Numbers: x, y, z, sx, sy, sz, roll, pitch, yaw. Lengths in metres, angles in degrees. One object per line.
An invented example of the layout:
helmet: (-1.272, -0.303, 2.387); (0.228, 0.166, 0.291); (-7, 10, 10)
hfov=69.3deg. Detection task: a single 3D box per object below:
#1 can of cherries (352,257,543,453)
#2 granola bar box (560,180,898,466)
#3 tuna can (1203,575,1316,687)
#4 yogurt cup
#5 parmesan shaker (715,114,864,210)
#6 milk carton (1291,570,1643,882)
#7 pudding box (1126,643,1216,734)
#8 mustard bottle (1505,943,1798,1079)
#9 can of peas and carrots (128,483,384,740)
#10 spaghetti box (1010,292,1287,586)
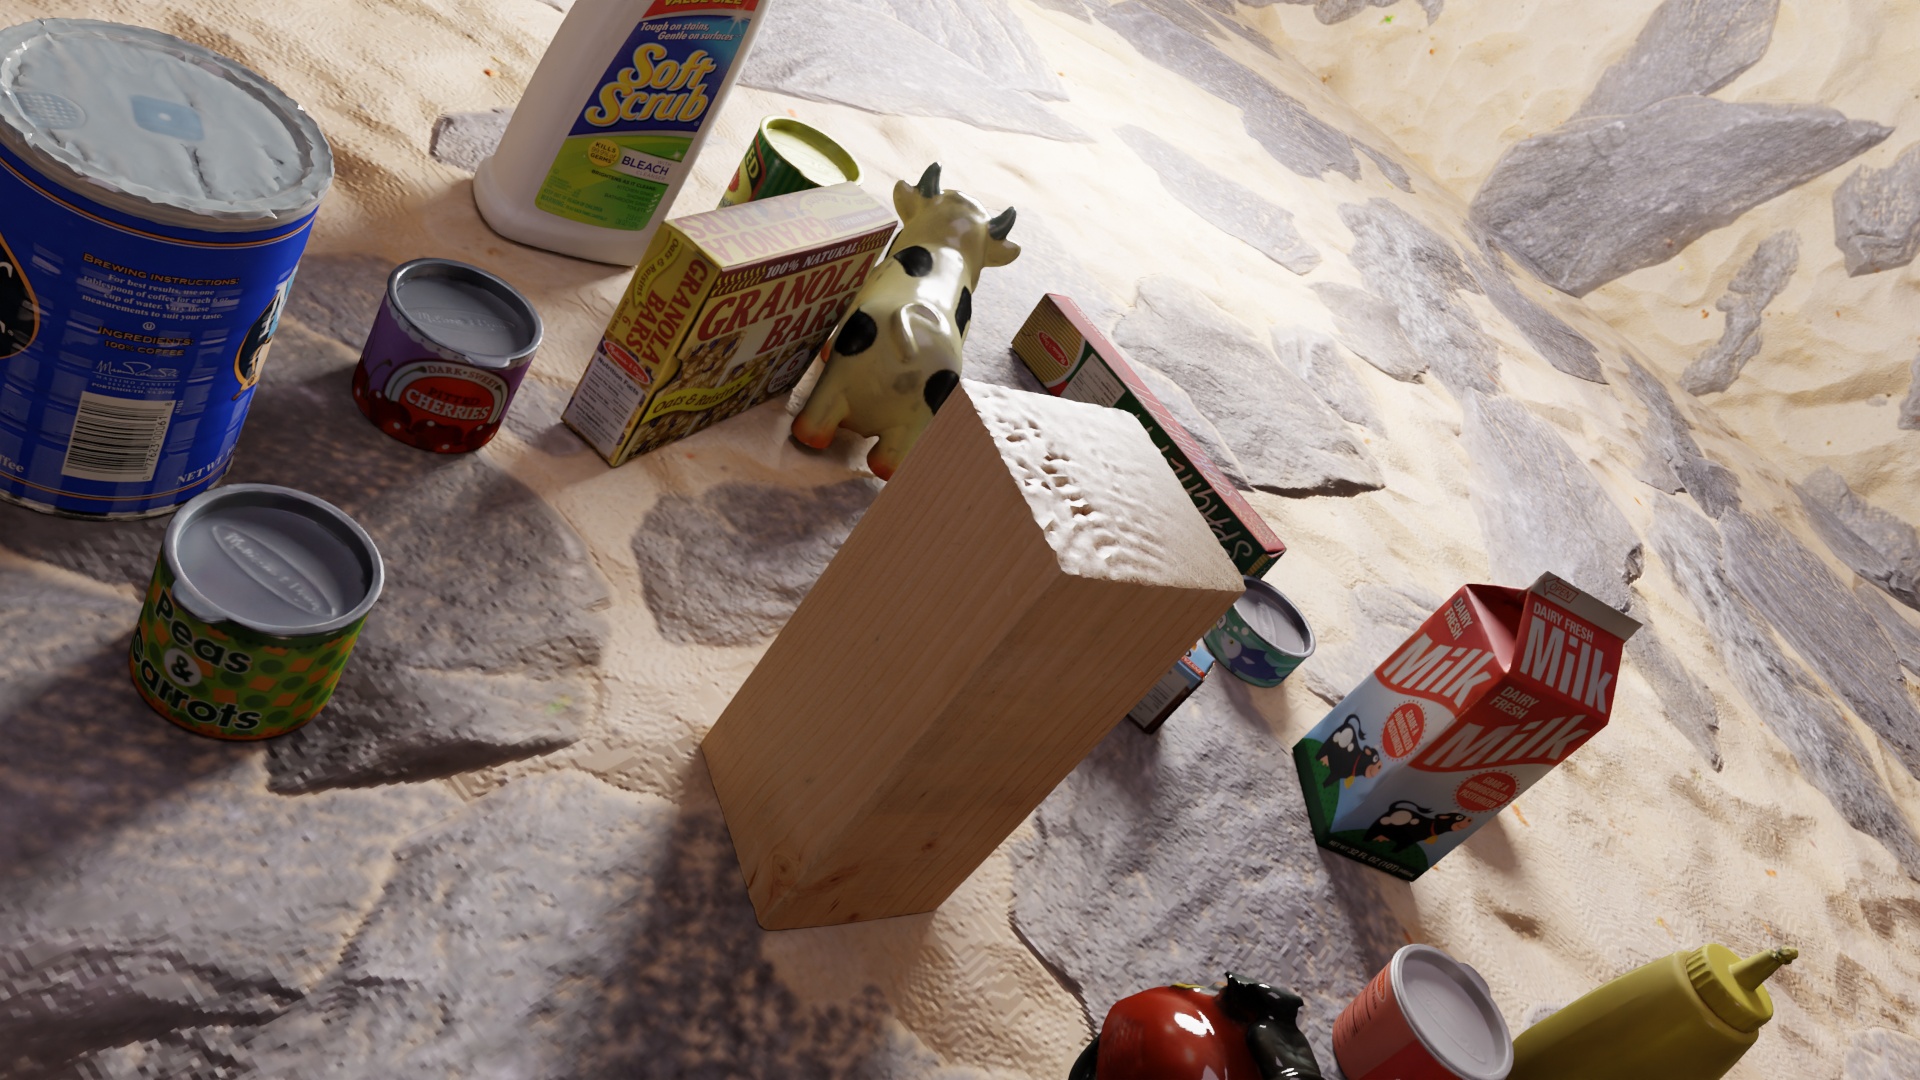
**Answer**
can of cherries: (-0.225, -0.079, 0.608); (0.071, 0.058, 0.072); (25, 34, -18)
granola bar box: (-0.111, -0.113, 0.701); (0.039, 0.123, 0.166); (42, 32, 7)
tuna can: (0.180, 0.055, 0.855); (0.071, 0.032, 0.071); (25, 34, -18)
yogurt cup: (0.210, 0.230, 0.641); (0.072, 0.053, 0.073); (25, 34, -18)
parmesan shaker: (-0.110, -0.186, 0.815); (0.071, 0.102, 0.072); (26, 34, -18)
milk carton: (0.270, 0.093, 0.746); (0.072, 0.189, 0.074); (25, 34, -19)
pudding box: (0.089, 0.057, 0.747); (0.084, 0.049, 0.030); (41, 32, 6)
mustard bottle: (0.328, 0.232, 0.652); (0.065, 0.159, 0.049); (27, 33, -16)
can of peas and carrots: (-0.237, 0.025, 0.463); (0.071, 0.058, 0.071); (25, 34, -18)
spaghetti box: (0.123, -0.066, 0.938); (0.029, 0.050, 0.251); (-6, 52, -48)
